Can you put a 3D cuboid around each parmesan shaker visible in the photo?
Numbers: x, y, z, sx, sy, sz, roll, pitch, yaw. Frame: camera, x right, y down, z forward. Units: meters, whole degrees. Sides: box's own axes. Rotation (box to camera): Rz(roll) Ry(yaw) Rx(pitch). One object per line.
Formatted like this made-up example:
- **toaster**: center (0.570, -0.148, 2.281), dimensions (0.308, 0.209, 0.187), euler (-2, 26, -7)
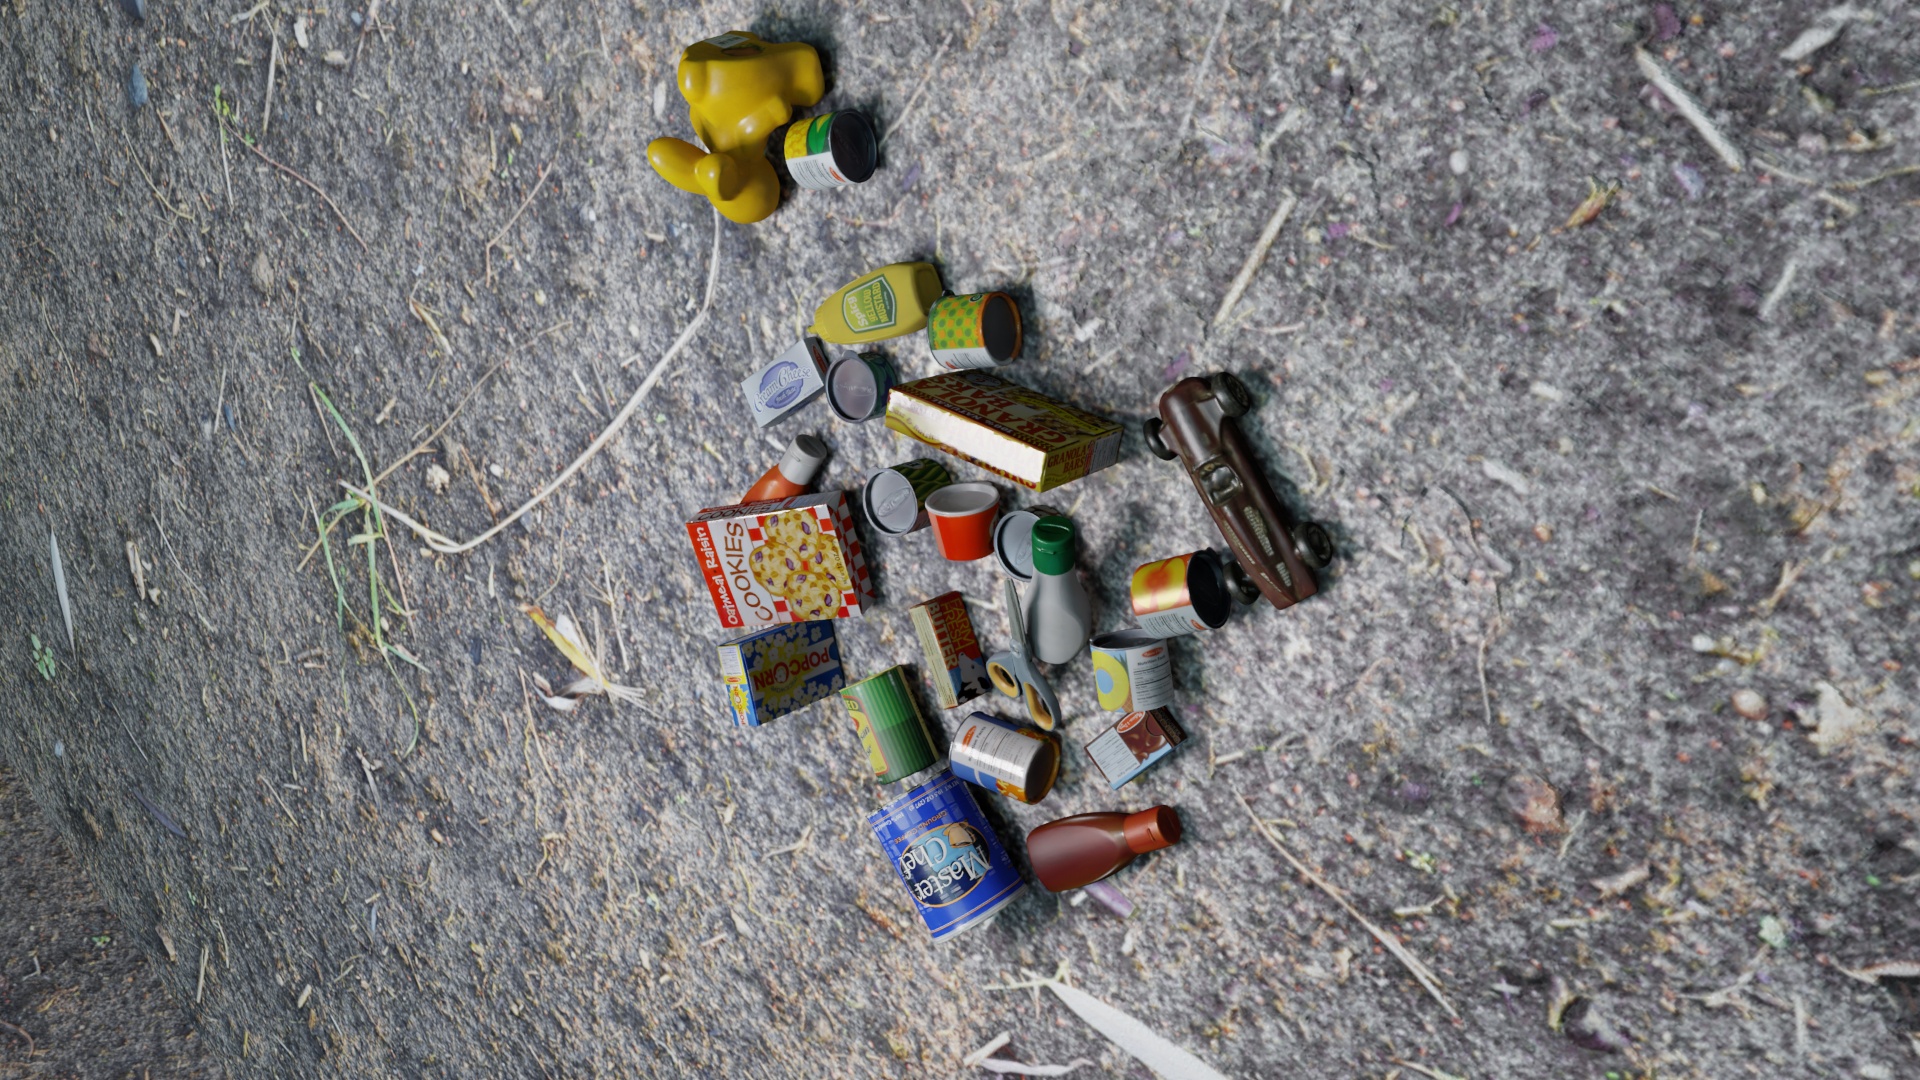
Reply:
- **parmesan shaker**: center (-0.070, 0.182, 1.375), dimensions (0.071, 0.071, 0.103), euler (-26, 86, 38)

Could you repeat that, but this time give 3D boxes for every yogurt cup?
- **yogurt cup**: center (0.005, -0.016, 1.271), dimensions (0.072, 0.073, 0.053), euler (11, 121, 34)

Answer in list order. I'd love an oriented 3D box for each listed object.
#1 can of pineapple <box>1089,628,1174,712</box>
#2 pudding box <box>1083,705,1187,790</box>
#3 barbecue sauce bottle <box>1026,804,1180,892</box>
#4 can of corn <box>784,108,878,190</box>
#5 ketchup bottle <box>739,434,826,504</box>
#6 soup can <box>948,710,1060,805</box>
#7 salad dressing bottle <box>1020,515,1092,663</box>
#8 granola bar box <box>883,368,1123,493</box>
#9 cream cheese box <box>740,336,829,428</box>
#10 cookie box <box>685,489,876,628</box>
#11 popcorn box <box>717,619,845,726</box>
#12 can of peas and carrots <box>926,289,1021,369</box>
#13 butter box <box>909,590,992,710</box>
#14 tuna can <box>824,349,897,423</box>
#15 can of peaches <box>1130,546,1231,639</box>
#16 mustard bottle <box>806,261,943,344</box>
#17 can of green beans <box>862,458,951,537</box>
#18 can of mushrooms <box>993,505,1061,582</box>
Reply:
- **can of pineapple**: center (0.147, 0.111, 1.198), dimensions (0.071, 0.071, 0.057), euler (-2, 101, 37)
- **pudding box**: center (0.155, 0.180, 1.232), dimensions (0.083, 0.030, 0.050), euler (-45, 73, 35)
- **barbecue sauce bottle**: center (0.131, 0.276, 1.267), dimensions (0.148, 0.044, 0.065), euler (-26, 86, 38)
- **can of corn**: center (-0.118, -0.359, 1.273), dimensions (0.058, 0.071, 0.071), euler (1, 103, 37)
- **ketchup bottle**: center (-0.185, -0.044, 1.419), dimensions (0.065, 0.044, 0.148), euler (44, 124, 12)
- **soup can**: center (0.043, 0.204, 1.302), dimensions (0.084, 0.071, 0.071), euler (16, 111, 32)
- **salad dressing bottle**: center (0.082, 0.043, 1.205), dimensions (0.064, 0.044, 0.146), euler (10, 135, 15)
- **granola bar box**: center (0.037, -0.098, 1.187), dimensions (0.166, 0.125, 0.039), euler (25, 117, 29)
- **cream cheese box**: center (-0.173, -0.158, 1.392), dimensions (0.103, 0.024, 0.053), euler (-28, 83, 38)
- **cookie box**: center (-0.182, 0.021, 1.397), dimensions (0.167, 0.040, 0.122), euler (-6, 112, 25)
- **popcorn box**: center (-0.181, 0.130, 1.409), dimensions (0.038, 0.127, 0.085), euler (-8, 97, 41)
- **can of peas and carrots**: center (0.013, -0.187, 1.220), dimensions (0.058, 0.071, 0.070), euler (2, 103, 36)
- **butter box**: center (-0.009, 0.103, 1.320), dimensions (0.024, 0.053, 0.103), euler (-19, 90, 41)
- **tuna can**: center (-0.095, -0.149, 1.331), dimensions (0.071, 0.033, 0.071), euler (11, 108, 34)
- **can of peaches**: center (0.183, 0.044, 1.155), dimensions (0.058, 0.071, 0.071), euler (-17, 92, 39)
- **mustard bottle**: center (-0.089, -0.213, 1.299), dimensions (0.160, 0.049, 0.065), euler (-13, 93, 38)
- **can of green beans**: center (-0.049, -0.041, 1.309), dimensions (0.071, 0.058, 0.071), euler (11, 109, 34)
- **can of mushrooms**: center (0.067, 0.004, 1.249), dimensions (0.071, 0.033, 0.071), euler (10, 107, 34)
